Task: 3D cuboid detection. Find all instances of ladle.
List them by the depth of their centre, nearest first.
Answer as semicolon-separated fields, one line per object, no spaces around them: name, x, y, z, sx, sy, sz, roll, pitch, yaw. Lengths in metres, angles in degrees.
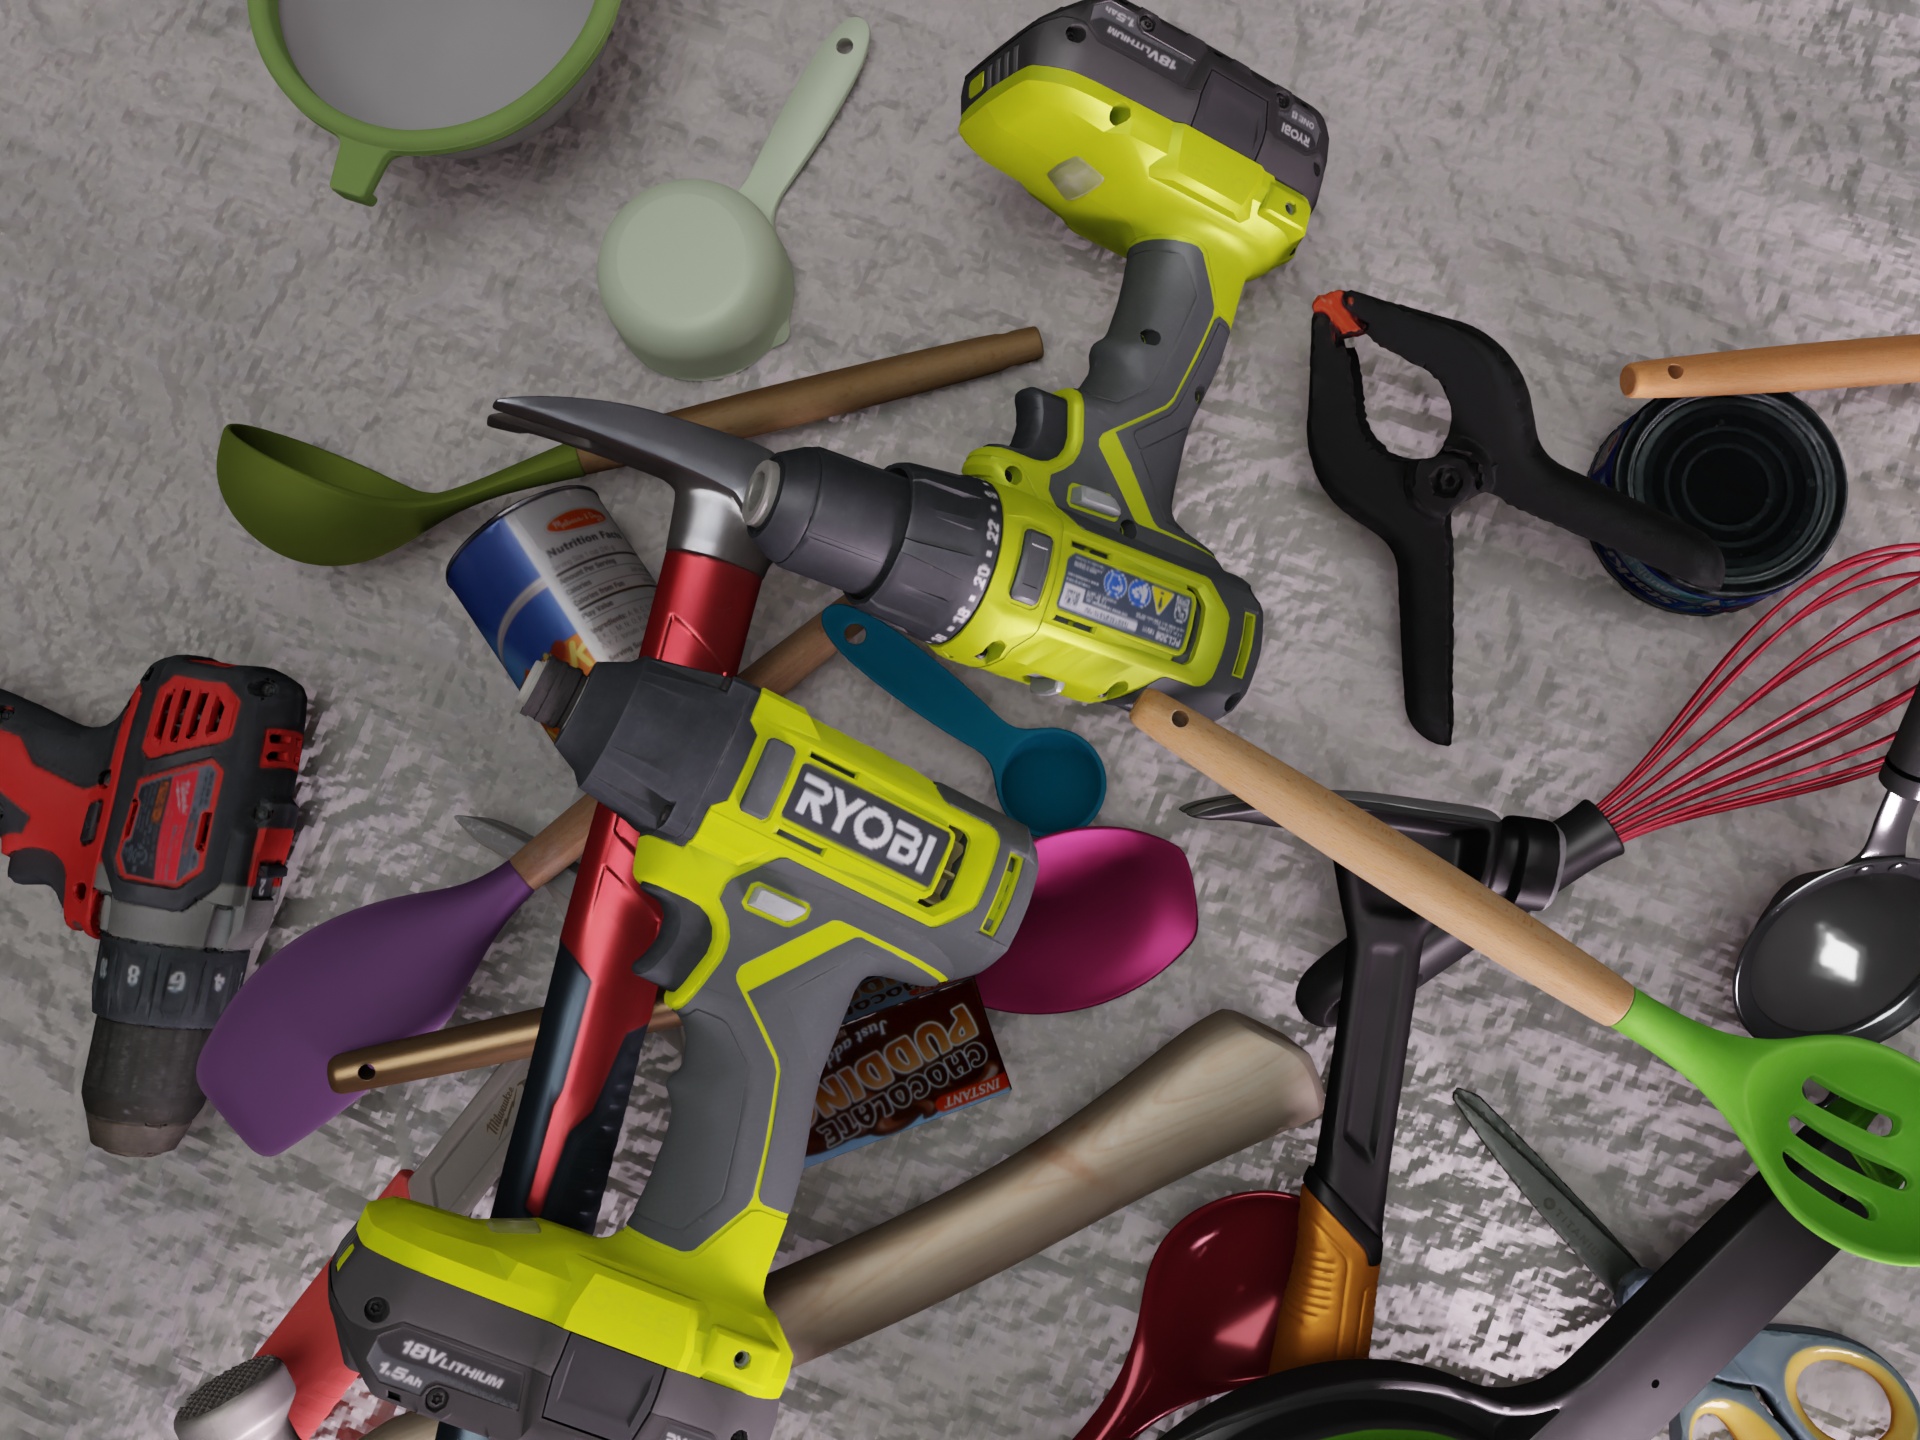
ladle;0.025;0.291;0.574;0.069;0.031;0.315;42;90;2
ladle;-0.125;-0.121;0.620;0.320;0.078;0.062;-15;103;-3

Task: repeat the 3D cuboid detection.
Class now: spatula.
spatula;0.396;-0.138;0.574;0.322;0.041;0.081;-6;83;-7
spatula;-0.143;0.039;0.590;0.316;0.018;0.060;-39;90;-10

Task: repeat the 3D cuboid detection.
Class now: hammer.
hammer;-0.134;0.085;0.530;0.143;0.038;0.386;17;79;-19
hammer;0.119;0.191;0.541;0.127;0.034;0.337;7;91;-1
hammer;-0.055;0.220;0.569;0.410;0.038;0.146;-24;95;-4
hammer;-0.235;0.213;0.598;0.149;0.036;0.359;38;87;7

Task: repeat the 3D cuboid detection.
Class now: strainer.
strainer;0.313;0.023;0.526;0.087;0.050;0.258;-3;125;-6
strainer;-0.149;-0.304;0.634;0.256;0.069;0.151;-23;80;1

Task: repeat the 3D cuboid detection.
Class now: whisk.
whisk;0.249;0.027;0.573;0.296;0.073;0.073;-33;82;5

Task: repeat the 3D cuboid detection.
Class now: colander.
colander;0.191;0.259;0.490;0.397;0.094;0.204;-40;103;-9

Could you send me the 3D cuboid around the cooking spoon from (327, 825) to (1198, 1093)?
cooking spoon;-0.066;0.095;0.581;0.319;0.017;0.068;-11;98;-9

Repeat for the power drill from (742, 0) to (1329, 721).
power drill;0.035;-0.126;0.564;0.190;0.080;0.228;18;82;-26

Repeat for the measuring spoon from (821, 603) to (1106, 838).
measuring spoon;-0.001;-0.002;0.606;0.128;0.021;0.042;38;81;1

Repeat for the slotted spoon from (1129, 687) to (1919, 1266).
slotted spoon;0.190;0.076;0.510;0.314;0.031;0.070;32;68;0

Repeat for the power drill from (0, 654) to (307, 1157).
power drill;-0.374;0.057;0.608;0.226;0.080;0.188;9;85;2

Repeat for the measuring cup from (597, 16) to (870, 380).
measuring cup;-0.084;-0.216;0.633;0.083;0.038;0.167;30;89;7

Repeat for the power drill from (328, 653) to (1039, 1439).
power drill;-0.091;0.099;0.486;0.171;0.080;0.223;27;72;-15
